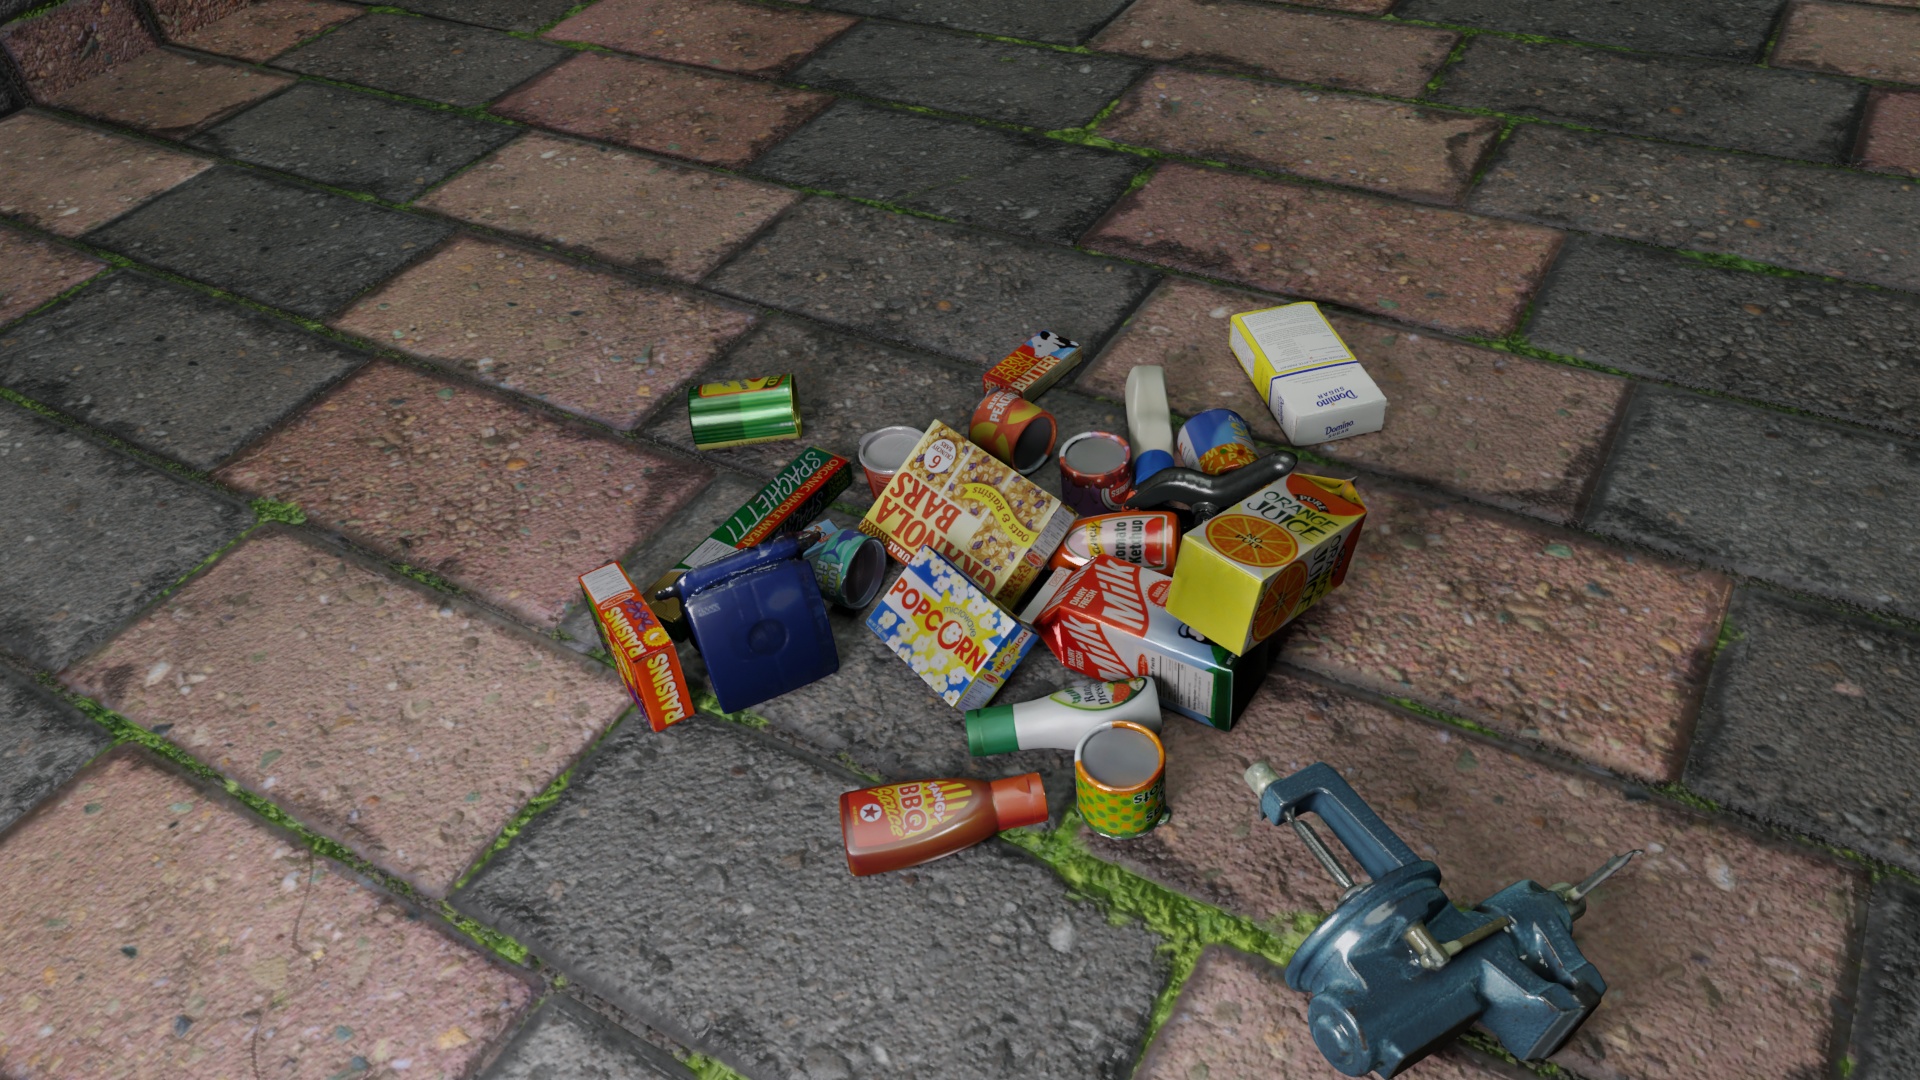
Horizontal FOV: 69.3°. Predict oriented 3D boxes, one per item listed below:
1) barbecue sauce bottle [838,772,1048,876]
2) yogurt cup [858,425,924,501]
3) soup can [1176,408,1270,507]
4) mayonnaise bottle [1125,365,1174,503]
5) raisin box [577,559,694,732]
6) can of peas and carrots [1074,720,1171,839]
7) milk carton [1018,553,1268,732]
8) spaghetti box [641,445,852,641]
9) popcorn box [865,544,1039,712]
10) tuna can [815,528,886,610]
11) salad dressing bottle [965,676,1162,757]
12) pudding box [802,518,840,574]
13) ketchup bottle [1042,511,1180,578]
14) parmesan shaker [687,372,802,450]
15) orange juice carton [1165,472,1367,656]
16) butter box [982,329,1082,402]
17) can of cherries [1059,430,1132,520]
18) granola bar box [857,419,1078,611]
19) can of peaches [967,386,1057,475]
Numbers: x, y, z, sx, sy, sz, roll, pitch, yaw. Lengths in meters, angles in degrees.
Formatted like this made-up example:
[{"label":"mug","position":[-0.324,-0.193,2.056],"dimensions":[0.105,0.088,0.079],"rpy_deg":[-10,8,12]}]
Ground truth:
[{"label":"barbecue sauce bottle","position":[-0.012,0.201,1.013],"dimensions":[0.149,0.043,0.065],"rpy_deg":[-10,41,-4]},{"label":"yogurt cup","position":[-0.059,-0.067,1.306],"dimensions":[0.072,0.053,0.073],"rpy_deg":[-4,42,3]},{"label":"soup can","position":[0.241,-0.070,1.262],"dimensions":[0.071,0.071,0.084],"rpy_deg":[-9,43,-3]},{"label":"mayonnaise bottle","position":[0.180,-0.097,1.307],"dimensions":[0.041,0.064,0.149],"rpy_deg":[-1,46,1]},{"label":"raisin box","position":[-0.267,0.086,1.141],"dimensions":[0.040,0.085,0.124],"rpy_deg":[-25,45,-21]},{"label":"can of peas and carrots","position":[0.119,0.175,1.013],"dimensions":[0.071,0.058,0.071],"rpy_deg":[-4,42,4]},{"label":"milk carton","position":[0.144,0.073,1.112],"dimensions":[0.191,0.073,0.073],"rpy_deg":[20,48,27]},{"label":"spaghetti box","position":[-0.192,-0.002,1.271],"dimensions":[0.050,0.028,0.251],"rpy_deg":[22,49,28]},{"label":"popcorn box","position":[-0.009,0.072,1.130],"dimensions":[0.085,0.038,0.127],"rpy_deg":[-52,51,3]},{"label":"tuna can","position":[-0.096,0.026,1.199],"dimensions":[0.033,0.070,0.071],"rpy_deg":[16,47,25]},{"label":"salad dressing bottle","position":[0.079,0.138,1.067],"dimensions":[0.148,0.044,0.064],"rpy_deg":[-9,17,2]},{"label":"pudding box","position":[-0.141,0.022,1.223],"dimensions":[0.084,0.049,0.030],"rpy_deg":[-27,44,-21]},{"label":"ketchup bottle","position":[0.115,0.008,1.205],"dimensions":[0.149,0.043,0.065],"rpy_deg":[-1,69,15]},{"label":"parmesan shaker","position":[-0.214,-0.128,1.382],"dimensions":[0.103,0.071,0.072],"rpy_deg":[-7,42,-1]},{"label":"orange juice carton","position":[0.248,0.009,1.072],"dimensions":[0.073,0.071,0.193],"rpy_deg":[32,41,32]},{"label":"butter box","position":[0.075,-0.178,1.434],"dimensions":[0.053,0.024,0.104],"rpy_deg":[27,52,31]},{"label":"can of cherries","position":[0.127,-0.057,1.269],"dimensions":[0.071,0.058,0.072],"rpy_deg":[-4,42,4]},{"label":"granola bar box","position":[0.004,-0.015,1.210],"dimensions":[0.166,0.039,0.124],"rpy_deg":[36,91,37]},{"label":"can of peaches","position":[0.050,-0.105,1.322],"dimensions":[0.071,0.071,0.058],"rpy_deg":[-36,50,-28]}]
